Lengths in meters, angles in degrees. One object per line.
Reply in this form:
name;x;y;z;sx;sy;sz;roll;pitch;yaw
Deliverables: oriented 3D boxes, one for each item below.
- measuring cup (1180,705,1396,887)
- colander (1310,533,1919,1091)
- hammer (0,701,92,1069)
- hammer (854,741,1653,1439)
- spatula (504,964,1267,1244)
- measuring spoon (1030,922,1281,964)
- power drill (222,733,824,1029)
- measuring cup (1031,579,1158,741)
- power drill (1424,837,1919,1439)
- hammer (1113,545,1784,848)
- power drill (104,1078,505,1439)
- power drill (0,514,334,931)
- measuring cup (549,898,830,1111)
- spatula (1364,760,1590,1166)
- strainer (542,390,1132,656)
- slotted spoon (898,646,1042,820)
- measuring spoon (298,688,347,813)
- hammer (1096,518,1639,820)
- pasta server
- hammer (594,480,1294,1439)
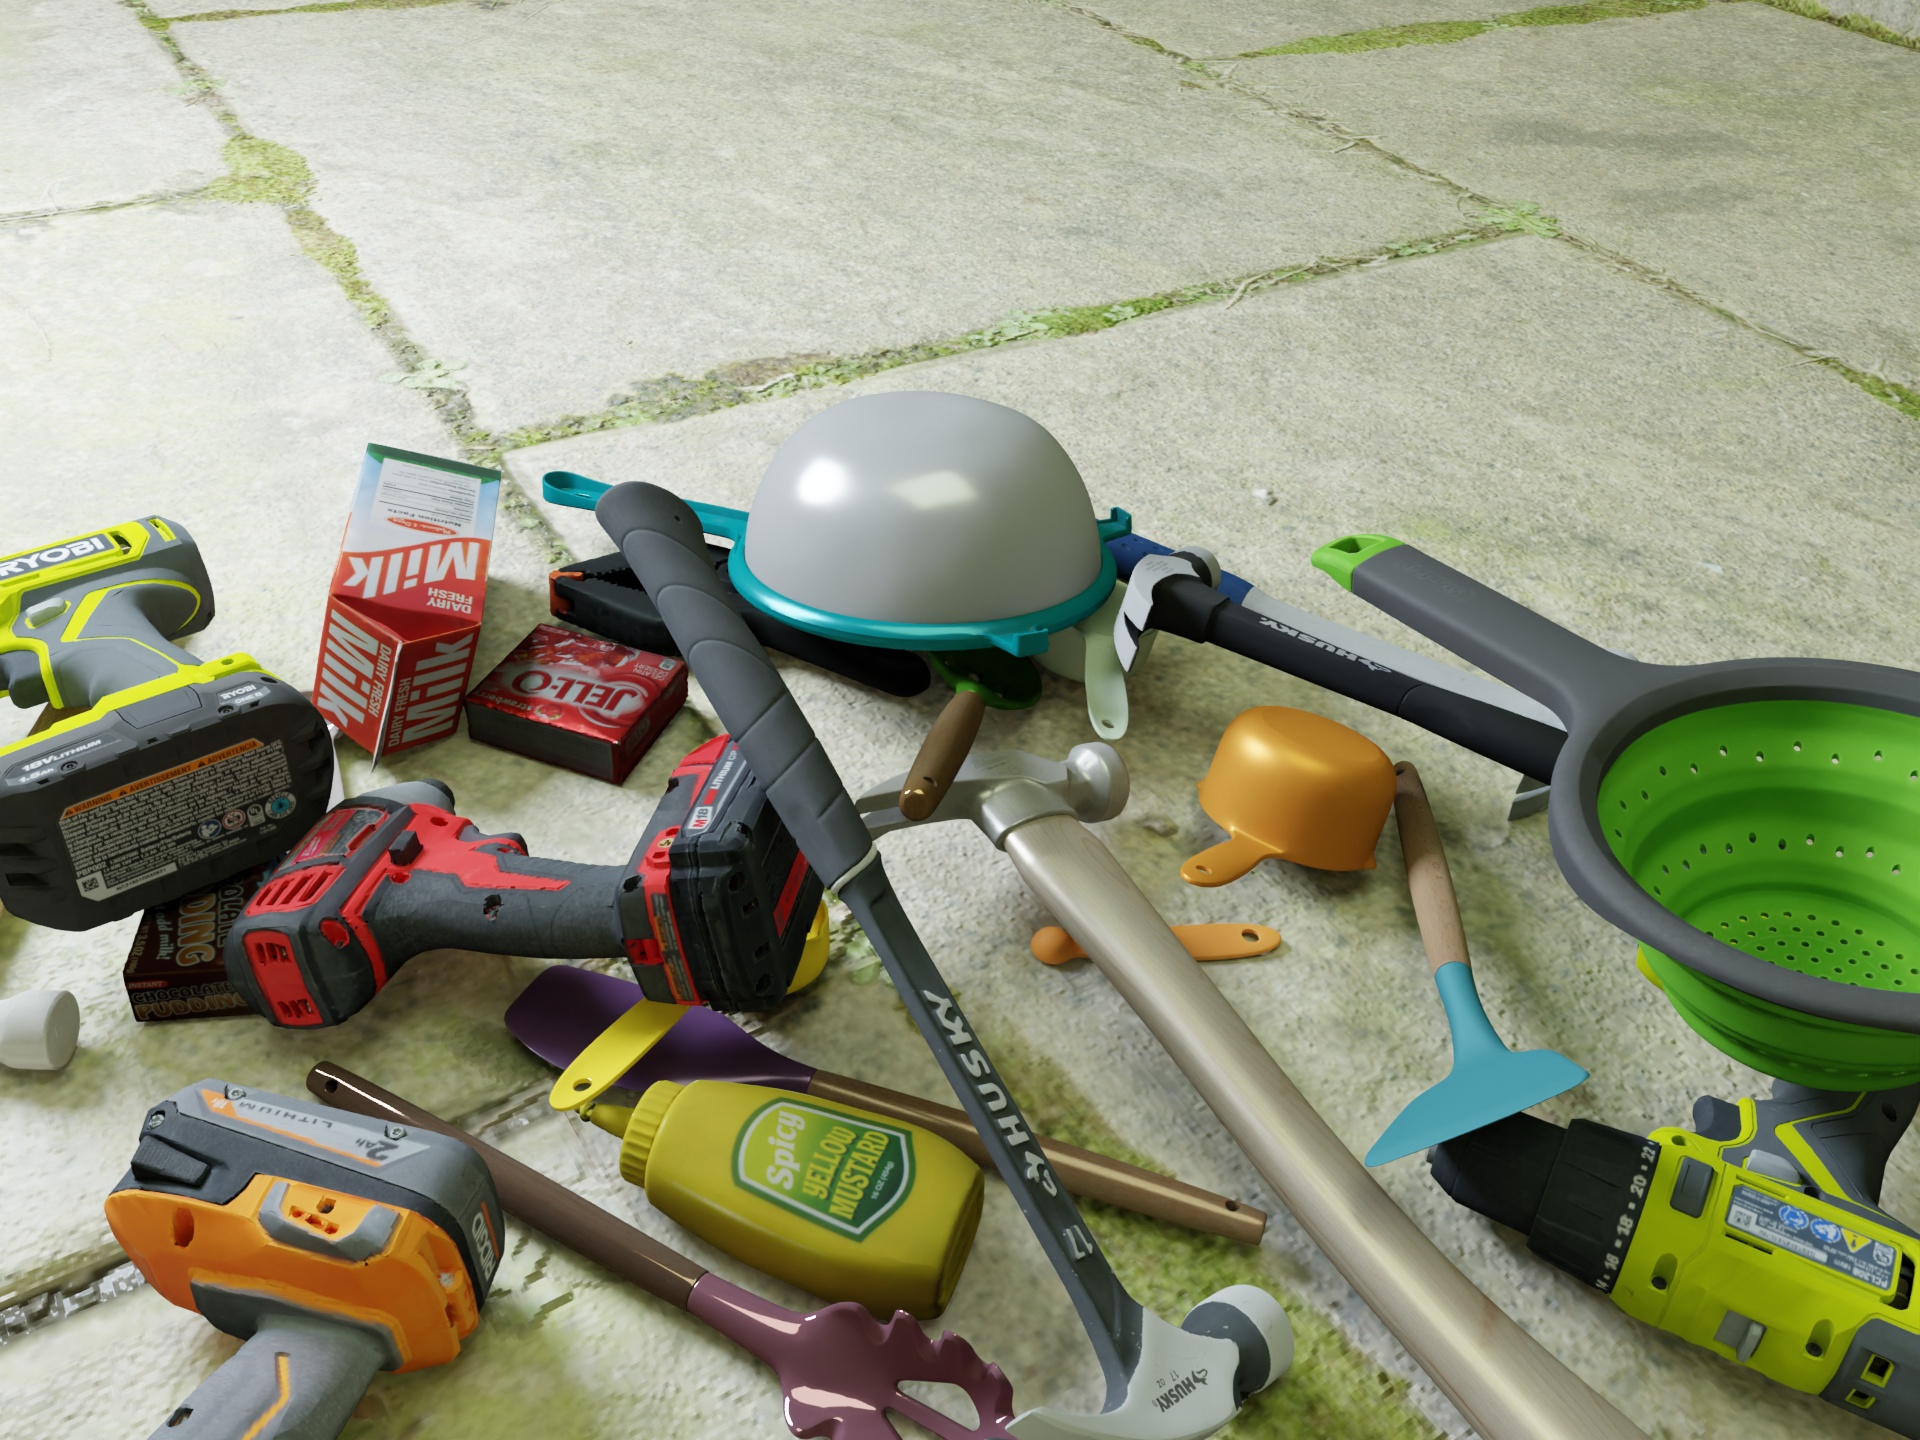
measuring cup;0.143;0.035;0.726;0.095;0.052;0.173;26;20;23
colander;0.284;0.032;0.654;0.204;0.094;0.398;-23;38;-20
hammer;-0.427;0.028;0.735;0.130;0.031;0.332;1;38;-6
hammer;0.106;0.148;0.612;0.146;0.038;0.411;-9;41;-33
spatula;-0.036;0.154;0.631;0.316;0.018;0.060;14;31;12
measuring spoon;0.090;0.098;0.720;0.117;0.011;0.021;-1;39;-8
power drill;-0.173;0.061;0.660;0.219;0.078;0.143;-5;27;10
measuring cup;0.069;-0.025;0.838;0.083;0.038;0.168;12;33;-7
power drill;0.308;0.148;0.634;0.191;0.080;0.228;20;43;25
hammer;0.230;-0.004;0.768;0.335;0.035;0.146;24;23;17
power drill;-0.252;0.224;0.473;0.164;0.084;0.227;11;43;8
power drill;-0.393;-0.008;0.702;0.171;0.080;0.223;-26;44;-34
measuring cup;-0.109;0.118;0.647;0.062;0.029;0.156;12;32;29
spatula;0.205;0.086;0.683;0.082;0.044;0.318;-29;18;20
strainer;-0.079;-0.135;0.866;0.340;0.095;0.211;12;29;15
slotted spoon;-0.001;-0.002;0.731;0.070;0.031;0.314;31;14;-1
measuring spoon;-0.307;0.032;0.760;0.034;0.018;0.124;4;42;-28
hammer;0.172;-0.063;0.912;0.406;0.035;0.144;24;42;22
pasta server;-0.117;0.189;0.563;0.316;0.040;0.060;21;73;21
hammer;-0.034;0.070;0.571;0.149;0.036;0.409;2;50;-55
